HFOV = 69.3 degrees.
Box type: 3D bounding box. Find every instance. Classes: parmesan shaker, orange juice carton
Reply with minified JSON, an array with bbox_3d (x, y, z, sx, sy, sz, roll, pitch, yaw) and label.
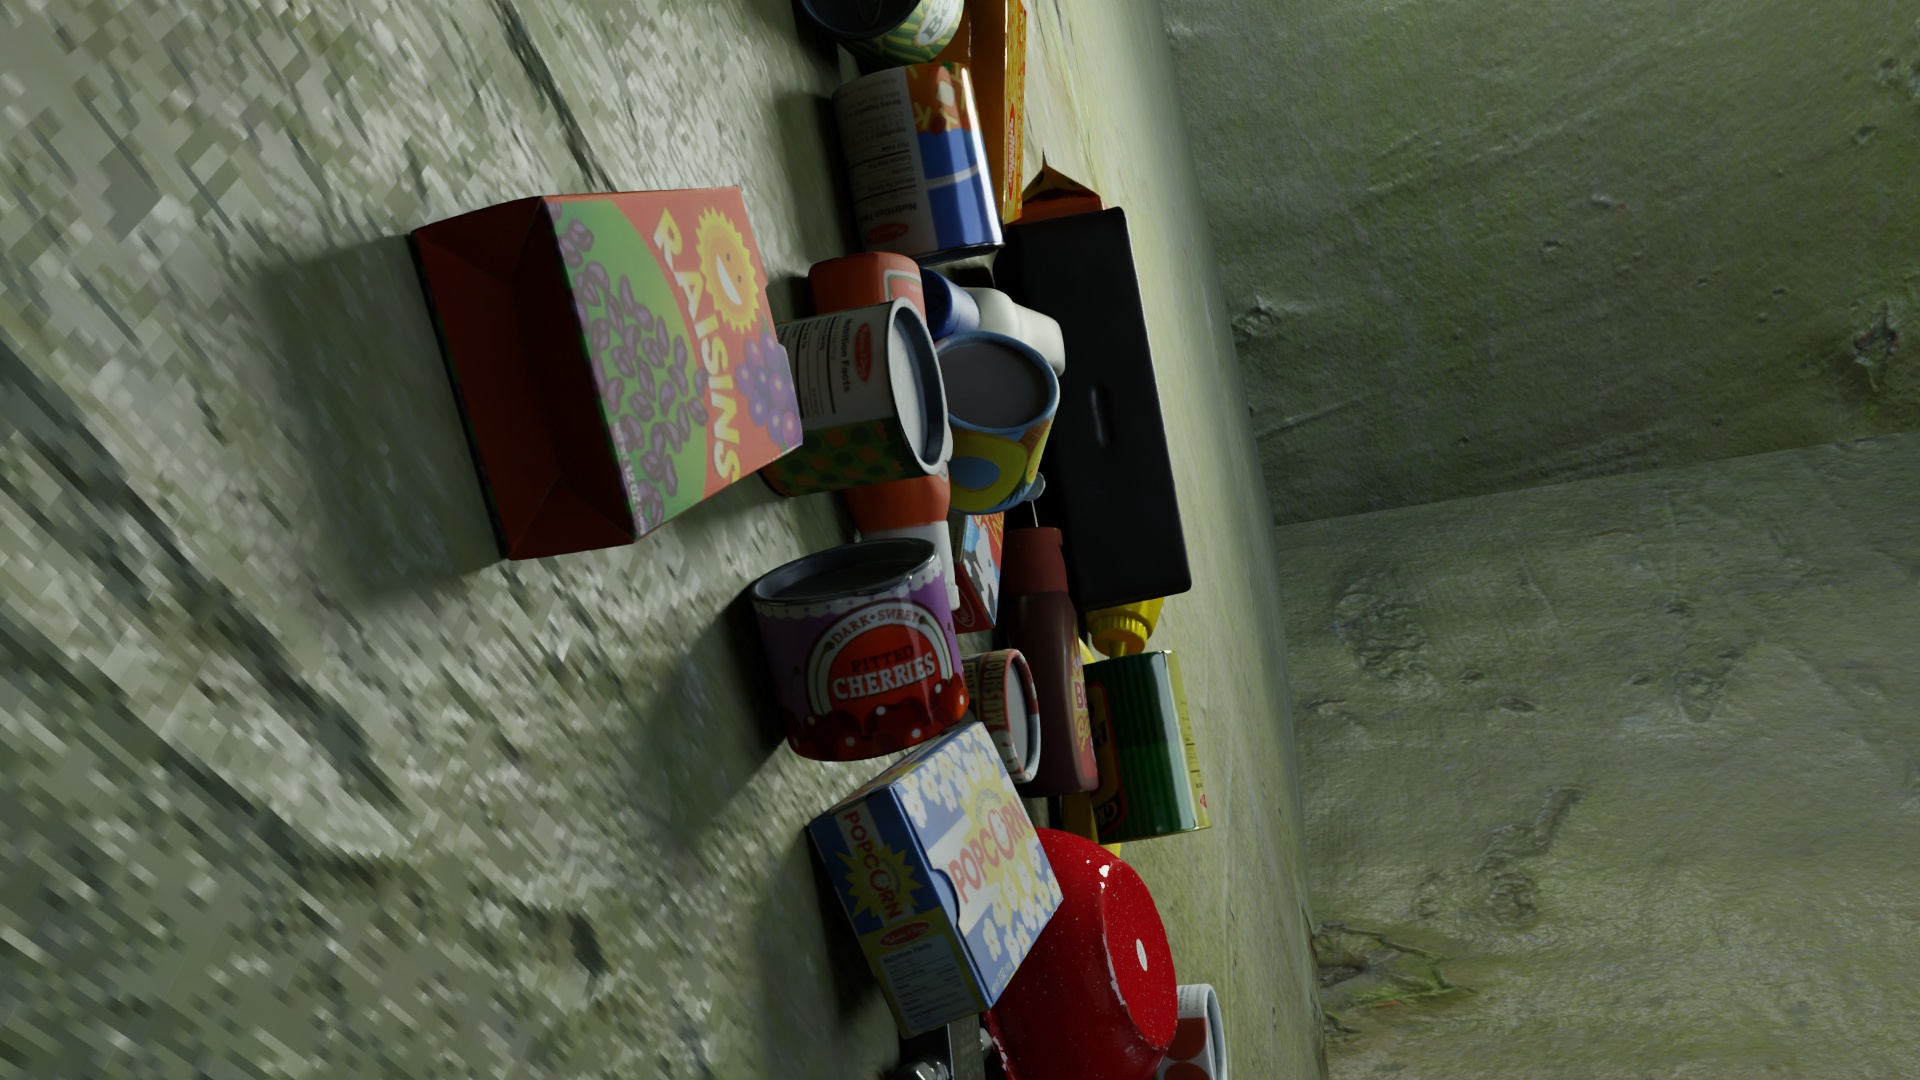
[{"bbox_3d":[0.103,0.121,0.811,0.071,0.071,0.103,28,51,-71],"label":"parmesan shaker"},{"bbox_3d":[0.079,-0.173,0.972,0.072,0.073,0.192,1,80,-74],"label":"orange juice carton"}]

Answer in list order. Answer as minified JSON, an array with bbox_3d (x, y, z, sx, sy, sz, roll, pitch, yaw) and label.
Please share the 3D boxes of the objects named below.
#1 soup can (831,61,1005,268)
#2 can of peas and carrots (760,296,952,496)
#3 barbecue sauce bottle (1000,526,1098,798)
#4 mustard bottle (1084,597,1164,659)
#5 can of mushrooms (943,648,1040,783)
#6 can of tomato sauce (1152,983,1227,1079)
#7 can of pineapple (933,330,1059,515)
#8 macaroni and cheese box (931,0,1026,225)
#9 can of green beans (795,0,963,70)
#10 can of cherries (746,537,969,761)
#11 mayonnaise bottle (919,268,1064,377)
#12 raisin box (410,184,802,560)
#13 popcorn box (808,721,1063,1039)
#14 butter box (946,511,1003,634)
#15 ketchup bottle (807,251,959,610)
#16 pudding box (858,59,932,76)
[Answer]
[{"bbox_3d":[-0.018,-0.171,0.645,0.071,0.071,0.083,-33,113,-73],"label":"soup can"},{"bbox_3d":[-0.041,-0.051,0.516,0.071,0.058,0.071,-10,91,-75],"label":"can of peas and carrots"},{"bbox_3d":[0.047,0.068,0.780,0.065,0.044,0.148,45,38,-77],"label":"barbecue sauce bottle"},{"bbox_3d":[0.119,0.036,1.019,0.048,0.065,0.161,58,33,-42],"label":"mustard bottle"},{"bbox_3d":[0.015,0.086,0.680,0.071,0.033,0.071,-10,91,-74],"label":"can of mushrooms"},{"bbox_3d":[0.104,0.288,0.782,0.071,0.083,0.071,-11,91,-74],"label":"can of tomato sauce"},{"bbox_3d":[0.010,-0.054,0.642,0.057,0.071,0.071,105,-8,-51],"label":"can of pineapple"},{"bbox_3d":[0.012,-0.237,0.759,0.167,0.040,0.123,-68,160,-75],"label":"macaroni and cheese box"},{"bbox_3d":[-0.036,-0.253,0.630,0.058,0.071,0.071,-15,96,-74],"label":"can of green beans"},{"bbox_3d":[-0.034,0.037,0.476,0.072,0.071,0.058,-52,132,-69],"label":"can of cherries"},{"bbox_3d":[0.005,-0.105,0.706,0.148,0.065,0.041,8,75,-70],"label":"mayonnaise bottle"},{"bbox_3d":[-0.089,-0.053,0.387,0.124,0.040,0.086,-49,127,-70],"label":"raisin box"},{"bbox_3d":[-0.005,0.126,0.542,0.085,0.038,0.127,66,16,3],"label":"popcorn box"},{"bbox_3d":[0.003,-0.009,0.705,0.053,0.024,0.104,64,23,-44],"label":"butter box"},{"bbox_3d":[-0.030,-0.042,0.579,0.065,0.043,0.148,-8,90,-74],"label":"ketchup bottle"},{"bbox_3d":[-0.032,-0.266,0.719,0.049,0.030,0.084,66,22,-44],"label":"pudding box"}]
